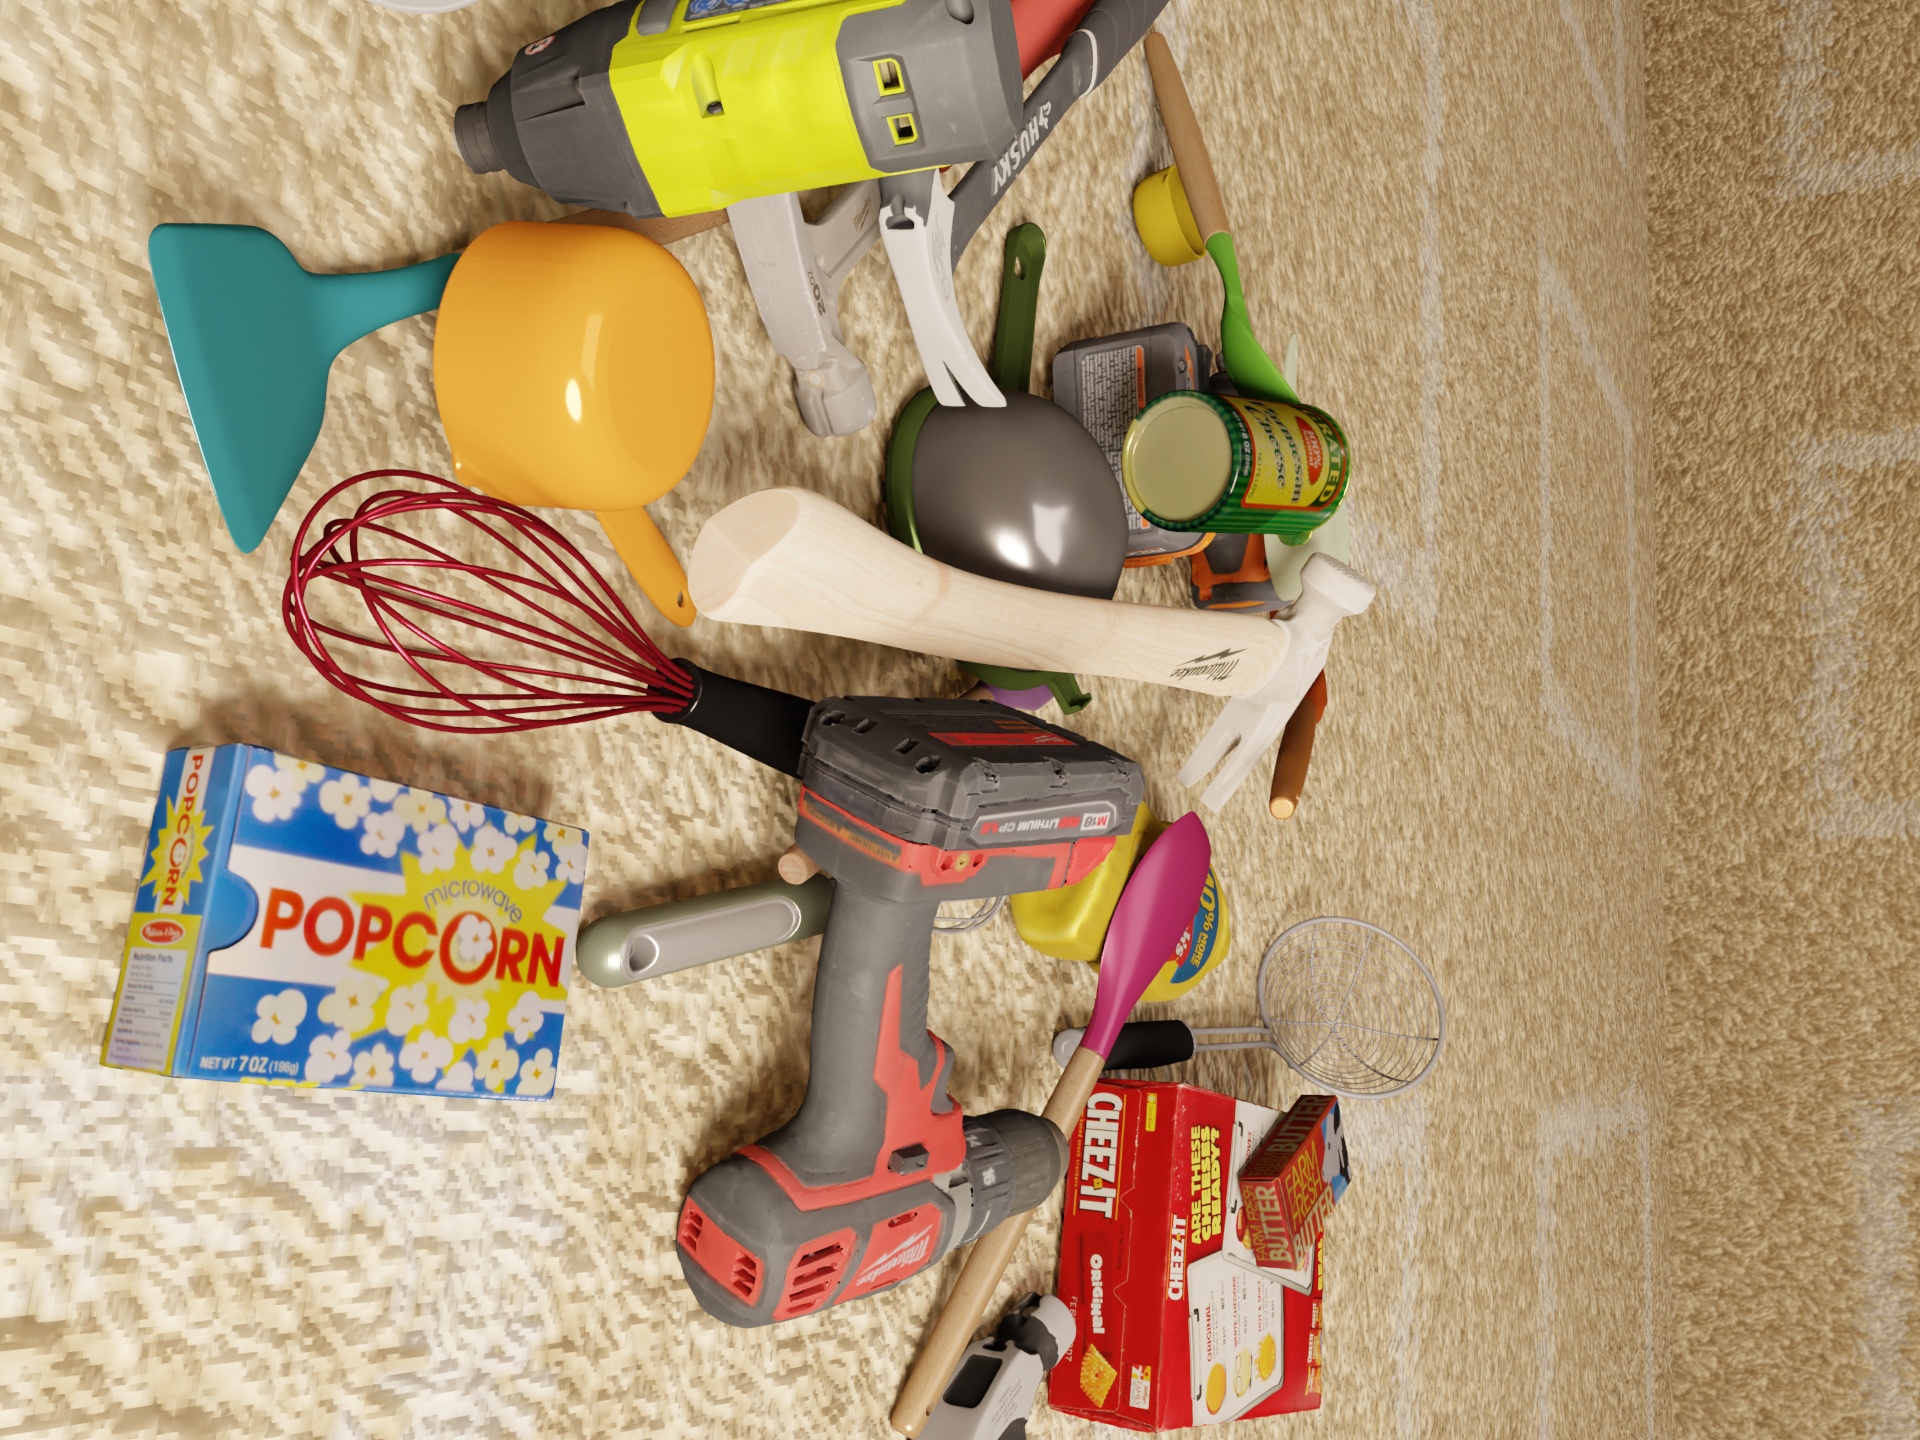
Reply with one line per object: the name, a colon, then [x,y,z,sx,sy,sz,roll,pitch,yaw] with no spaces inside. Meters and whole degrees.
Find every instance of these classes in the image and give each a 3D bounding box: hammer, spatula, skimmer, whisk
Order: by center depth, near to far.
spatula: [-0.136,-0.147,0.518,0.317,0.044,0.082,-44,137,-52]
whisk: [-0.109,-0.014,0.539,0.295,0.073,0.073,25,66,-61]
whisk: [-0.051,0.071,0.627,0.246,0.059,0.058,-7,103,-53]
hammer: [0.043,-0.030,0.687,0.410,0.038,0.146,5,122,-51]
spatula: [-0.001,-0.002,0.719,0.316,0.018,0.059,-43,117,-58]
hammer: [-0.007,-0.285,0.724,0.359,0.037,0.149,-62,148,-42]
hammer: [0.036,0.451,0.736,0.146,0.035,0.334,-31,113,-55]
hammer: [0.054,-0.305,0.770,0.409,0.036,0.149,-61,149,-42]
skimmer: [0.180,0.171,0.938,0.363,0.090,0.127,13,44,-54]
spatula: [0.192,0.002,0.938,0.323,0.041,0.081,-46,130,-68]

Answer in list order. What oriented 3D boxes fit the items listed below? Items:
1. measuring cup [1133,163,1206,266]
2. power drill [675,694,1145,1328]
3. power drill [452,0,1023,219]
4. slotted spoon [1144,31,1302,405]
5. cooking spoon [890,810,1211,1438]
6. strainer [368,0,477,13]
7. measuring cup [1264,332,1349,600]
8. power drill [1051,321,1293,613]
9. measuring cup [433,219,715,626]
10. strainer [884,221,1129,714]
measuring cup: [0.122,-0.343,0.969,0.062,0.029,0.157,34,47,-51]
power drill: [-0.004,0.110,0.605,0.187,0.080,0.226,1,108,-49]
power drill: [-0.063,-0.248,0.524,0.080,0.171,0.223,71,19,-46]
slotted spoon: [0.139,-0.284,0.890,0.070,0.031,0.314,40,34,-51]
cooking spoon: [0.050,0.178,0.740,0.319,0.017,0.068,-59,140,-25]
strainer: [-0.112,-0.291,0.491,0.258,0.050,0.086,-31,129,-16]
measuring cup: [0.205,-0.151,0.926,0.083,0.038,0.168,34,59,-61]
power drill: [0.132,-0.153,0.907,0.226,0.084,0.164,7,80,-61]
measuring cup: [-0.103,-0.084,0.522,0.173,0.052,0.095,66,37,-52]
strainer: [0.042,-0.141,0.756,0.151,0.069,0.257,31,56,-44]
